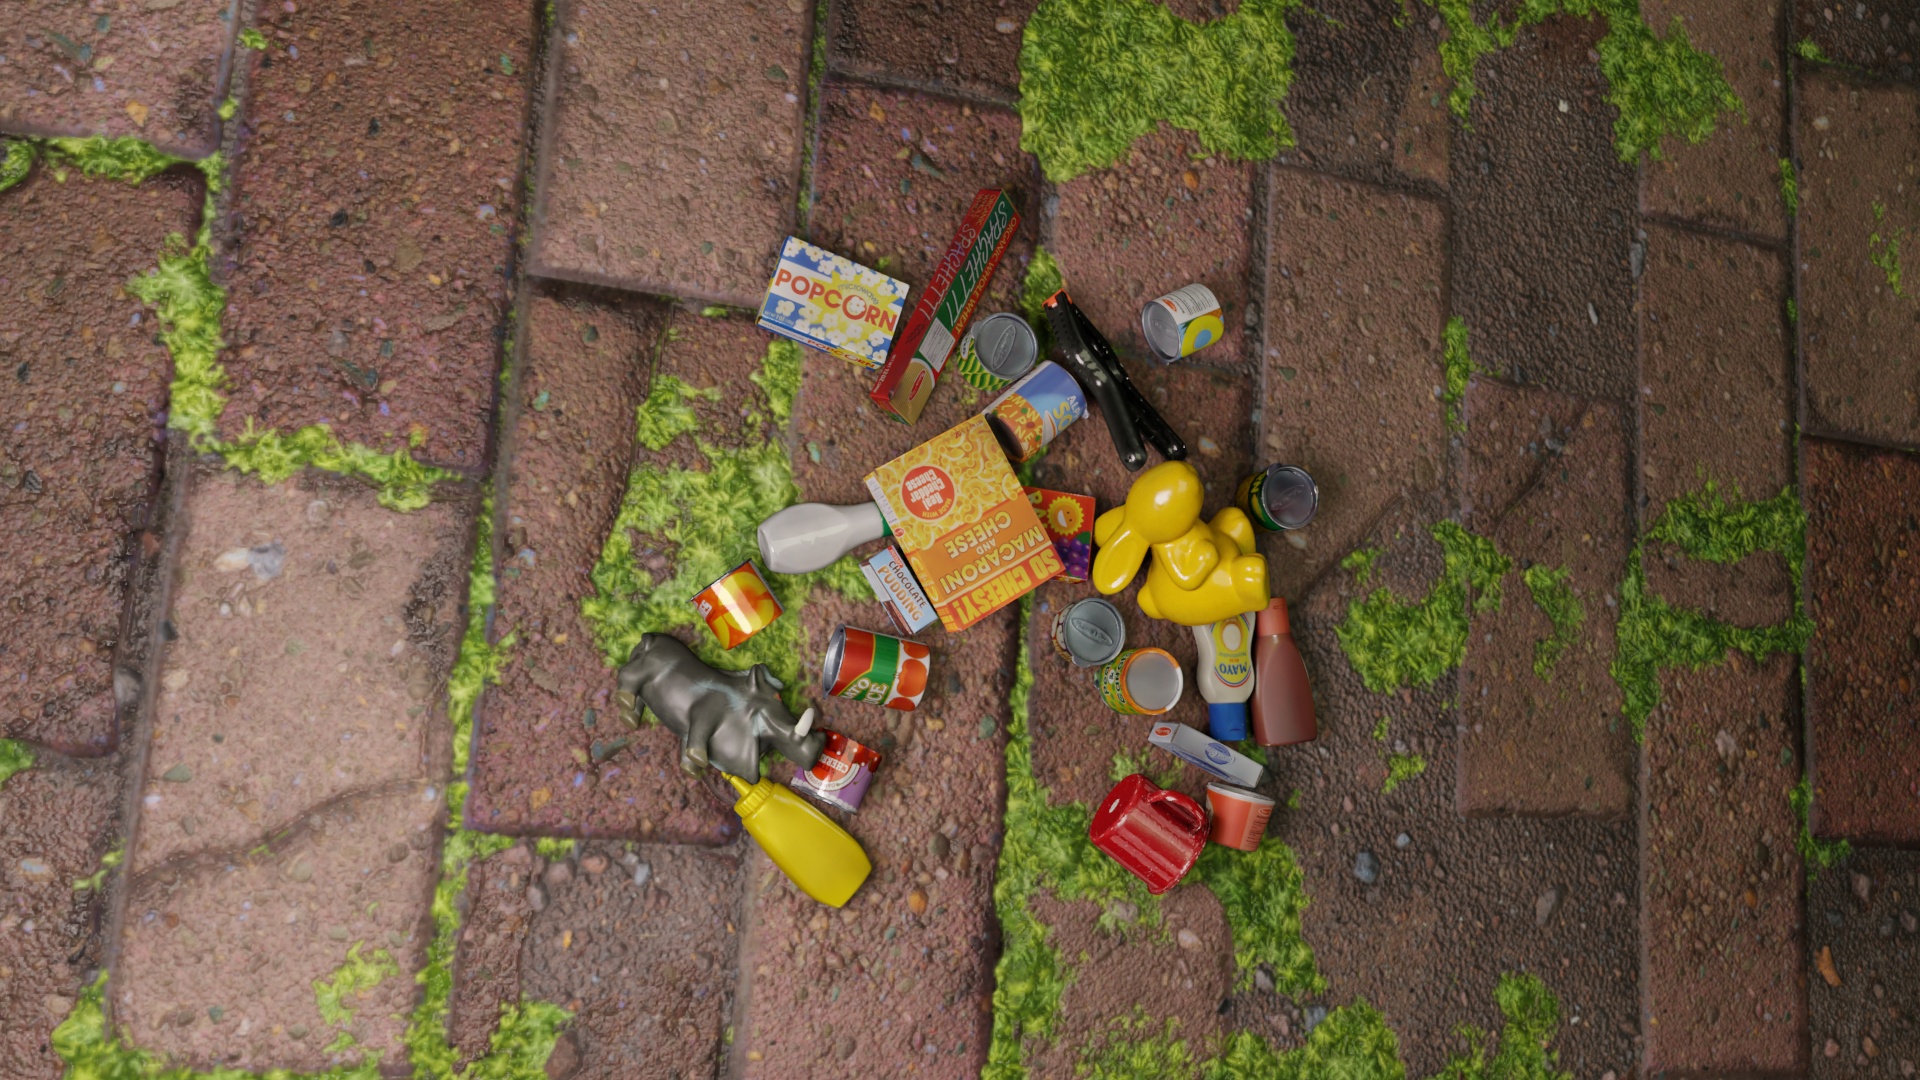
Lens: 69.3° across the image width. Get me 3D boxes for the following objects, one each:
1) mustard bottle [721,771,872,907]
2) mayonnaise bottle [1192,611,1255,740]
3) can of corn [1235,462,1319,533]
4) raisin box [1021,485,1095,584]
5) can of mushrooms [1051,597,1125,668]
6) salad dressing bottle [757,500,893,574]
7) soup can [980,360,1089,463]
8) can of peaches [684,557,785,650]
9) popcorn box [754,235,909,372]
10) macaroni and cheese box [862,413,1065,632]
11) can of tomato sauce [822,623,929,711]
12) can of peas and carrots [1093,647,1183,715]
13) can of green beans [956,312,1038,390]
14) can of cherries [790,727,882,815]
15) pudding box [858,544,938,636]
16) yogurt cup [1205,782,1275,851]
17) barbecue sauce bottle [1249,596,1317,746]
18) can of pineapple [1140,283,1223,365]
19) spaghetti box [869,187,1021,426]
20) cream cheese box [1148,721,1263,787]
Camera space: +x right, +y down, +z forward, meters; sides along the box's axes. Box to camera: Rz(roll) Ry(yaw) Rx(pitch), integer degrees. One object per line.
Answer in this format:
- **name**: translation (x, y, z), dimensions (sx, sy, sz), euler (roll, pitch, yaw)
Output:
- **mustard bottle**: translation (-0.153, 0.257, 1.241), dimensions (0.160, 0.048, 0.065), euler (45, 72, -8)
- **mayonnaise bottle**: translation (0.267, 0.127, 1.401), dimensions (0.065, 0.041, 0.148), euler (0, 82, -16)
- **can of corn**: translation (0.324, -0.044, 1.432), dimensions (0.071, 0.058, 0.071), euler (2, 83, -18)
- **raisin box**: translation (0.065, -0.008, 1.352), dimensions (0.123, 0.040, 0.086), euler (9, 80, -16)
- **can of mushrooms**: translation (0.124, 0.092, 1.362), dimensions (0.071, 0.033, 0.071), euler (2, 83, -19)
- **salad dressing bottle**: translation (-0.112, -0.011, 1.292), dimensions (0.148, 0.044, 0.064), euler (-15, 86, -21)
- **soup can**: translation (0.073, -0.123, 1.354), dimensions (0.084, 0.071, 0.071), euler (-40, 97, -18)
- **can of peaches**: translation (-0.200, 0.059, 1.241), dimensions (0.071, 0.071, 0.058), euler (-36, 96, -19)
- **popcorn box**: translation (-0.121, -0.224, 1.317), dimensions (0.127, 0.038, 0.085), euler (20, 77, -15)
- **macaroni and cheese box**: translation (0.005, -0.016, 1.291), dimensions (0.124, 0.040, 0.166), euler (-29, 92, -20)
- **can of tomato sauce**: translation (-0.078, 0.119, 1.274), dimensions (0.083, 0.071, 0.071), euler (14, 79, -17)
- **can of peas and carrots**: translation (0.174, 0.138, 1.359), dimensions (0.071, 0.058, 0.071), euler (2, 82, -18)
- **can of green beans**: translation (0.035, -0.183, 1.354), dimensions (0.071, 0.057, 0.071), euler (2, 83, -18)
- **can of cherries**: translation (-0.112, 0.207, 1.249), dimensions (0.071, 0.071, 0.058), euler (29, 75, -13)
- **pudding box**: translation (-0.059, 0.048, 1.298), dimensions (0.030, 0.049, 0.083), euler (-32, 93, -17)
- **yogurt cup**: translation (0.272, 0.274, 1.373), dimensions (0.072, 0.072, 0.054), euler (15, 87, -16)
- **barbecue sauce bottle**: translation (0.324, 0.133, 1.418), dimensions (0.065, 0.043, 0.148), euler (-5, 84, -18)
- **can of pineapple**: translation (0.227, -0.221, 1.420), dimensions (0.058, 0.071, 0.071), euler (-24, 92, -19)
- **spaghetti box**: translation (-0.012, -0.229, 1.348), dimensions (0.050, 0.029, 0.250), euler (46, 66, -51)
- **cream cheese box**: translation (0.243, 0.211, 1.376), dimensions (0.104, 0.053, 0.024), euler (29, 78, -13)
